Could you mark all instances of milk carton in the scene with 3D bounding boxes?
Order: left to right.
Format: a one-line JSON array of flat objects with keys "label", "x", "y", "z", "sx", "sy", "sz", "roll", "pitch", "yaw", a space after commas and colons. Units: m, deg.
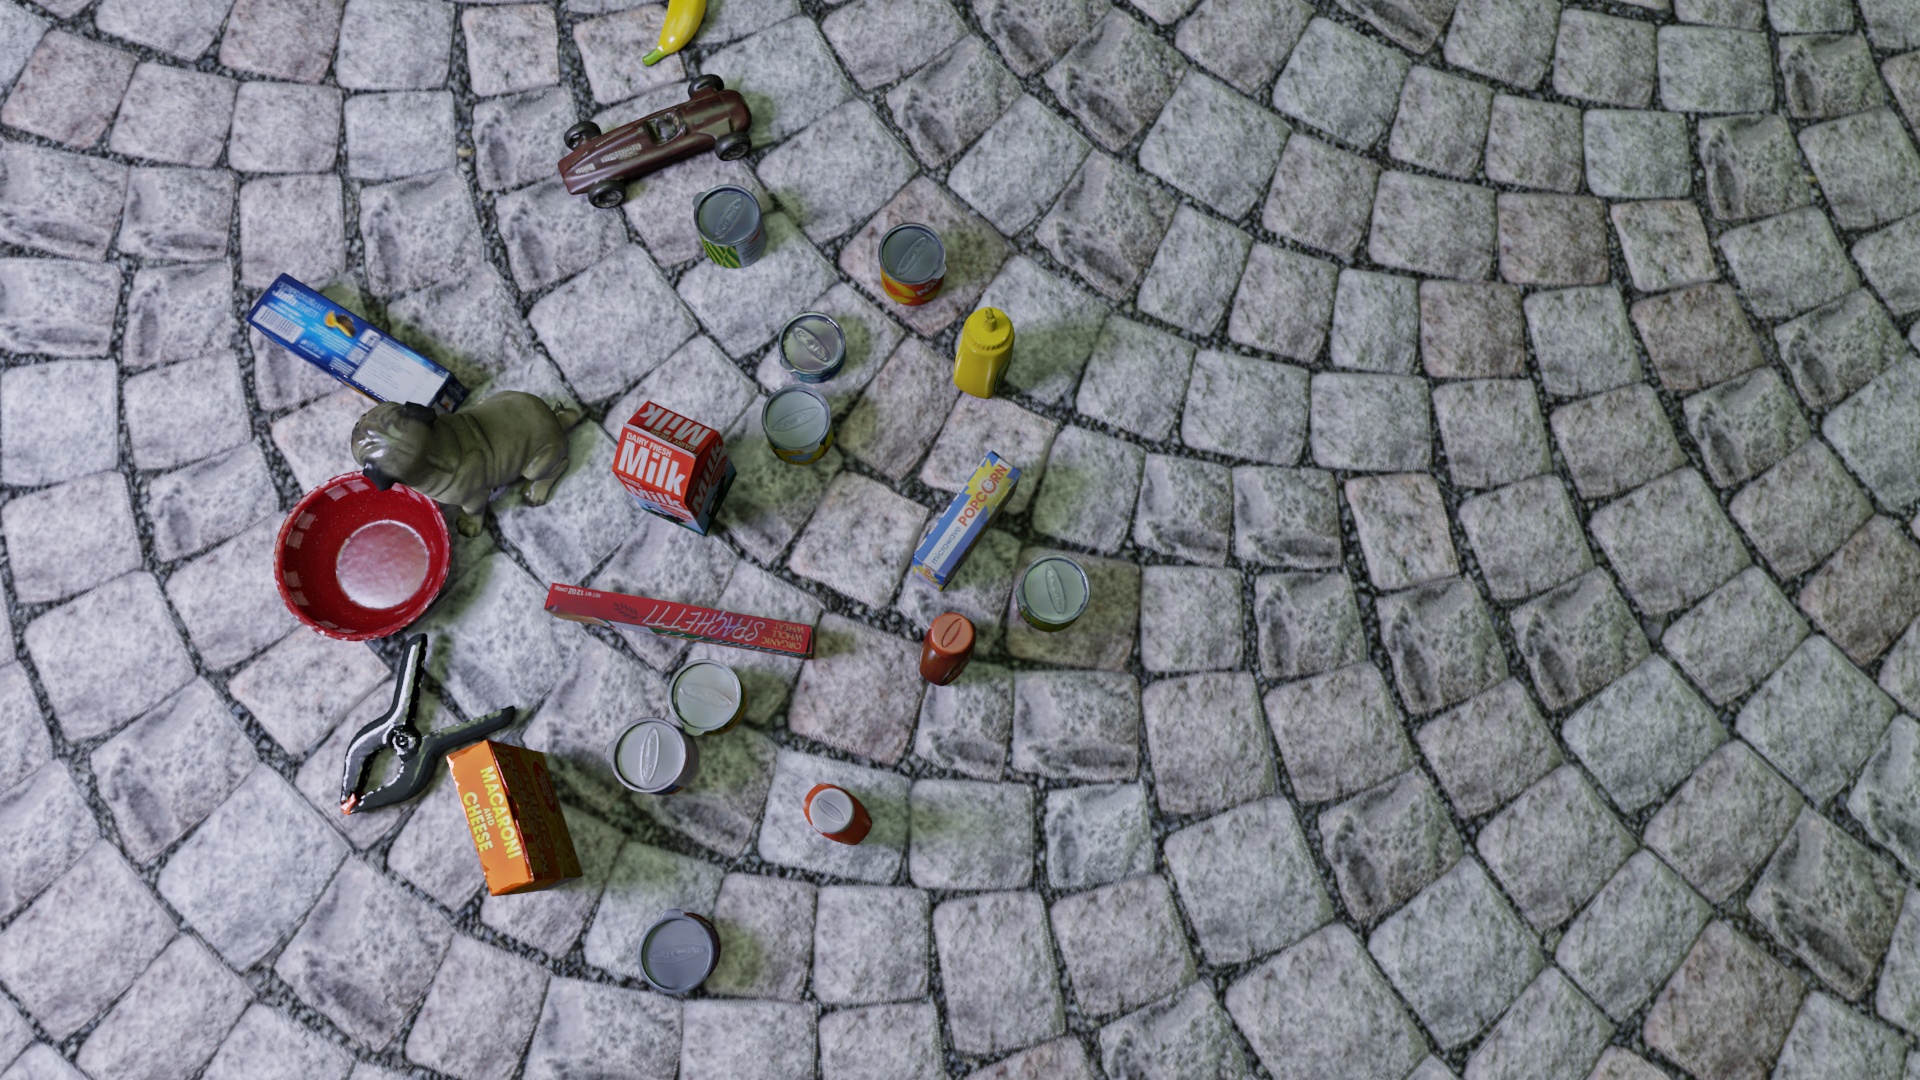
[{"label": "milk carton", "x": -0.260, "y": -0.067, "z": 1.263, "sx": 0.072, "sy": 0.190, "sz": 0.073, "roll": 23, "pitch": 78, "yaw": 3}]

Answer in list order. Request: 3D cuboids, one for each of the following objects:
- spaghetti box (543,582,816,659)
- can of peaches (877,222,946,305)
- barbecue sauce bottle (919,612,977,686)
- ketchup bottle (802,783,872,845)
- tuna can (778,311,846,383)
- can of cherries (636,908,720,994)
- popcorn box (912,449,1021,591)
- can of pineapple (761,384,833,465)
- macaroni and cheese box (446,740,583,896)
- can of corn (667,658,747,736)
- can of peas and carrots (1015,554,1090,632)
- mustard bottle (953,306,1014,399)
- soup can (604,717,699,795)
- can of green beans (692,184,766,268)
[{"label": "spaghetti box", "x": -0.259, "y": 0.077, "z": 1.302, "sx": 0.250, "sy": 0.050, "sz": 0.029, "roll": 9, "pitch": 77, "yaw": 0}, {"label": "can of peaches", "x": -0.047, "y": -0.273, "z": 1.387, "sx": 0.071, "sy": 0.058, "sz": 0.071, "roll": 0, "pitch": 77, "yaw": -2}, {"label": "barbecue sauce bottle", "x": -0.010, "y": 0.094, "z": 1.257, "sx": 0.044, "sy": 0.148, "sz": 0.065, "roll": 33, "pitch": 79, "yaw": 5}, {"label": "ketchup bottle", "x": -0.110, "y": 0.240, "z": 1.220, "sx": 0.065, "sy": 0.148, "sz": 0.043, "roll": 37, "pitch": 79, "yaw": 6}, {"label": "tuna can", "x": -0.148, "y": -0.189, "z": 1.376, "sx": 0.071, "sy": 0.032, "sz": 0.071, "roll": 0, "pitch": 77, "yaw": -2}, {"label": "can of cherries", "x": -0.248, "y": 0.362, "z": 1.233, "sx": 0.071, "sy": 0.058, "sz": 0.071, "roll": 0, "pitch": 77, "yaw": -2}, {"label": "popcorn box", "x": 0.005, "y": -0.016, "z": 1.316, "sx": 0.038, "sy": 0.085, "sz": 0.127, "roll": 35, "pitch": 78, "yaw": 5}, {"label": "can of pineapple", "x": -0.157, "y": -0.109, "z": 1.345, "sx": 0.071, "sy": 0.057, "sz": 0.071, "roll": 0, "pitch": 77, "yaw": -2}, {"label": "macaroni and cheese box", "x": -0.381, "y": 0.240, "z": 1.200, "sx": 0.040, "sy": 0.166, "sz": 0.124, "roll": -21, "pitch": 79, "yaw": -6}, {"label": "can of corn", "x": -0.234, "y": 0.148, "z": 1.282, "sx": 0.071, "sy": 0.058, "sz": 0.071, "roll": 0, "pitch": 77, "yaw": -2}, {"label": "can of peas and carrots", "x": 0.085, "y": 0.052, "z": 1.317, "sx": 0.071, "sy": 0.058, "sz": 0.071, "roll": 0, "pitch": 77, "yaw": -2}, {"label": "mustard bottle", "x": 0.024, "y": -0.184, "z": 1.317, "sx": 0.049, "sy": 0.160, "sz": 0.065, "roll": 24, "pitch": 78, "yaw": 3}, {"label": "soup can", "x": -0.277, "y": 0.196, "z": 1.257, "sx": 0.071, "sy": 0.083, "sz": 0.071, "roll": 0, "pitch": 77, "yaw": -2}, {"label": "can of green beans", "x": -0.229, "y": -0.313, "z": 1.389, "sx": 0.071, "sy": 0.057, "sz": 0.071, "roll": 0, "pitch": 77, "yaw": -2}]
